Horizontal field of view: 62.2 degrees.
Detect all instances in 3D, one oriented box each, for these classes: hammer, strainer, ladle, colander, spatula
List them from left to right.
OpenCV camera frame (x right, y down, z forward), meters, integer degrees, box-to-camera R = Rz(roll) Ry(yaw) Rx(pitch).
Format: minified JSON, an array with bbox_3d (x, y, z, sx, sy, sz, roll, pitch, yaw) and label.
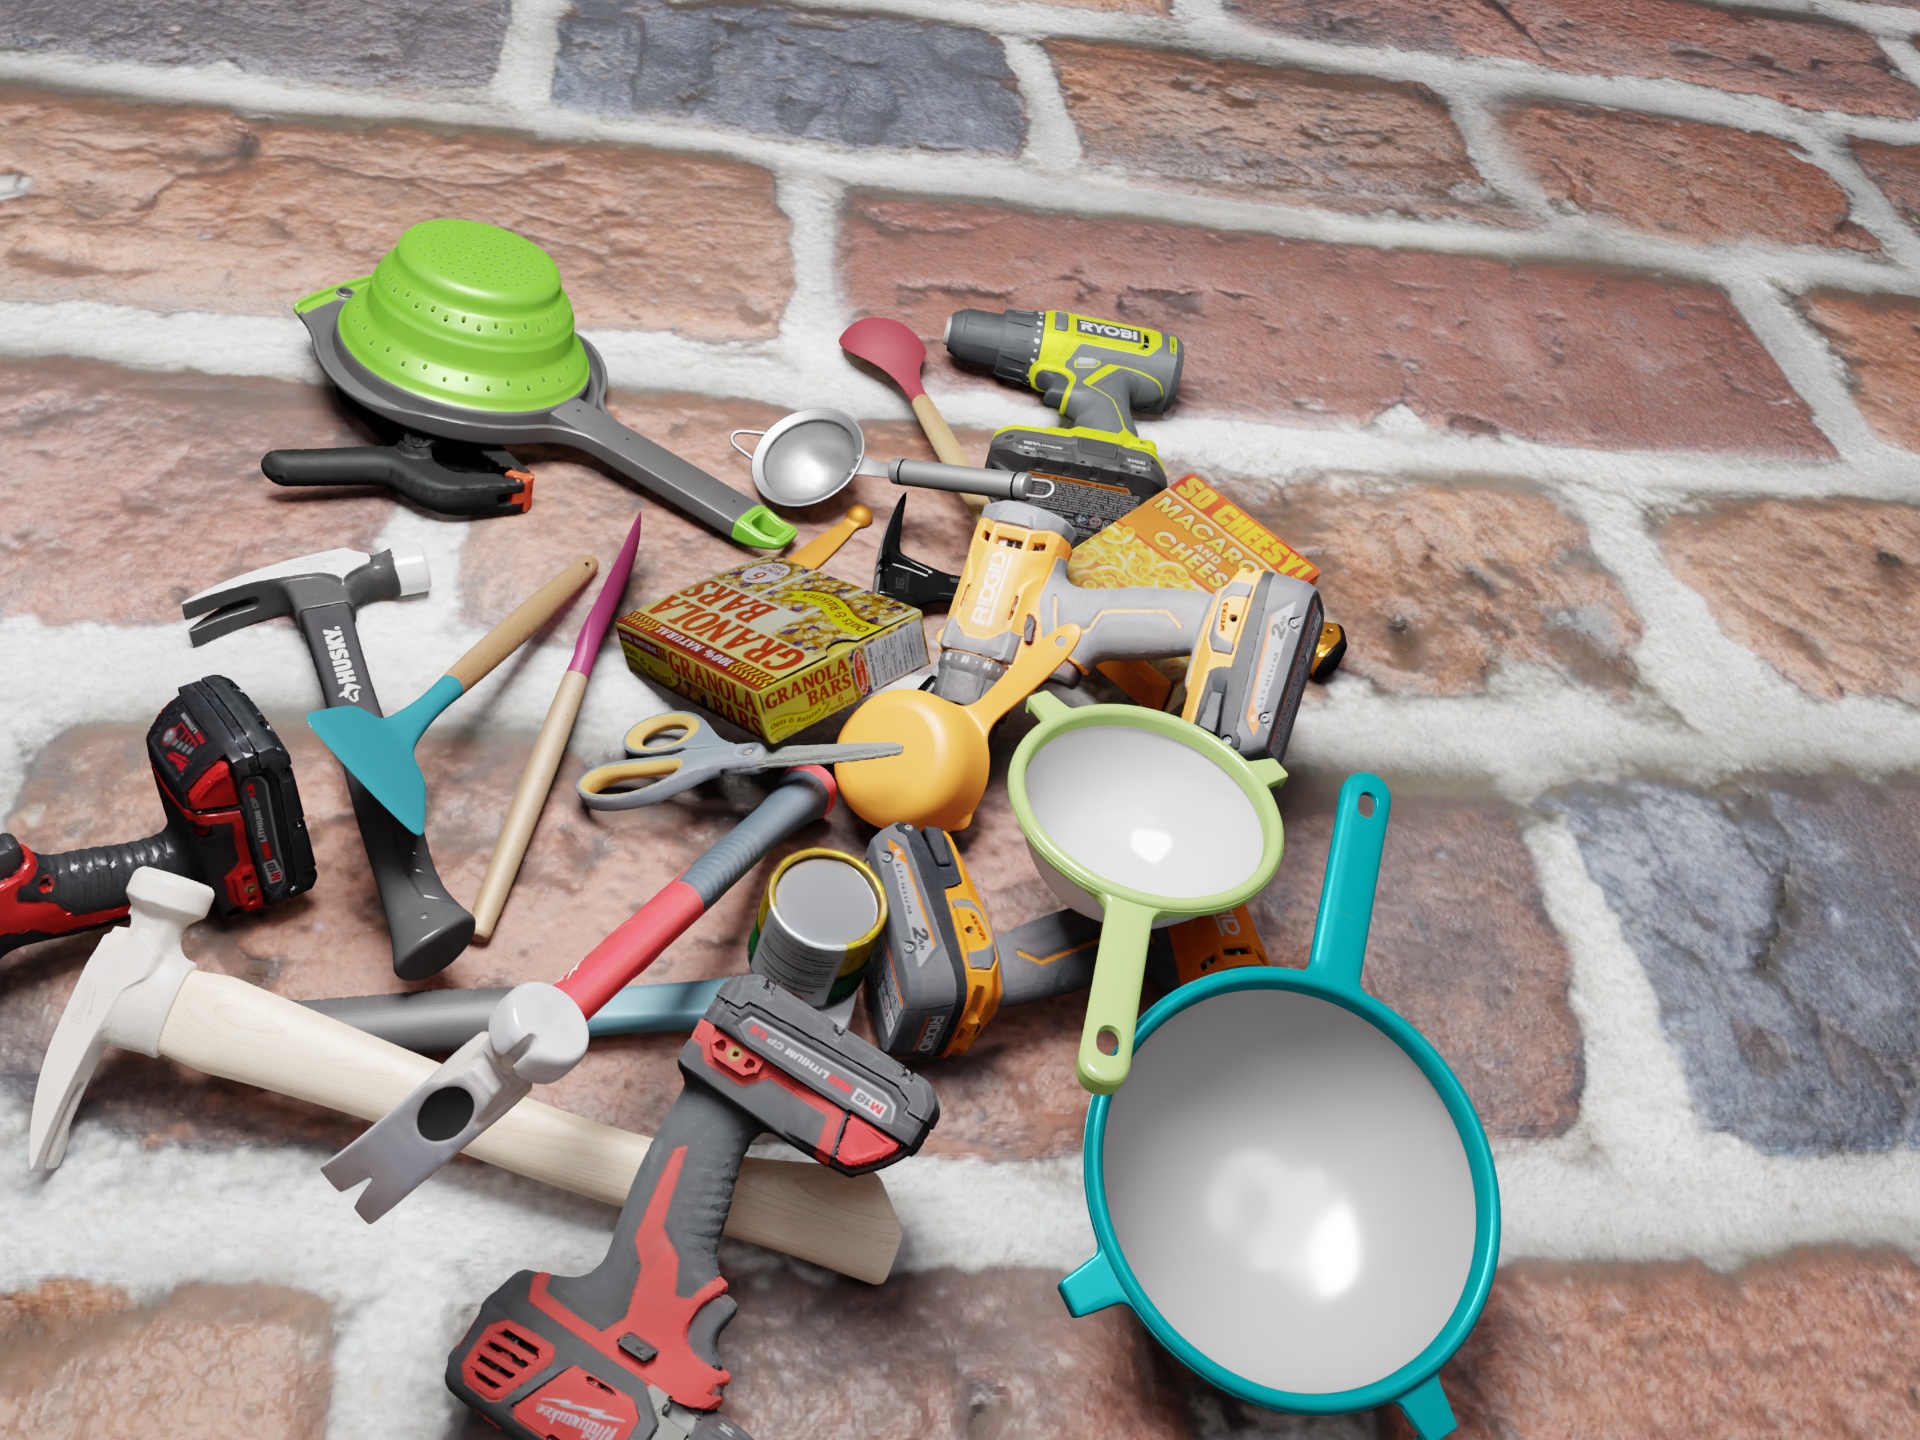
[{"bbox_3d":[-0.346,0.015,0.911,0.146,0.035,0.335,-14,48,-23],"label":"hammer"},{"bbox_3d":[-0.230,0.205,0.772,0.410,0.038,0.146,19,77,-3],"label":"hammer"},{"bbox_3d":[-0.278,-0.035,0.936,0.082,0.044,0.318,50,29,-15],"label":"spatula"},{"bbox_3d":[-0.218,0.154,0.840,0.331,0.033,0.128,-1,49,-14],"label":"hammer"},{"bbox_3d":[-0.277,-0.249,1.118,0.397,0.094,0.204,31,37,8],"label":"colander"},{"bbox_3d":[-0.158,0.107,0.798,0.038,0.143,0.386,49,23,-2],"label":"hammer"},{"bbox_3d":[-0.049,-0.173,1.117,0.258,0.050,0.087,12,67,29],"label":"strainer"},{"bbox_3d":[-0.023,-0.223,1.191,0.069,0.031,0.316,-6,45,-21],"label":"ladle"},{"bbox_3d":[0.106,-0.082,1.120,0.337,0.034,0.127,9,49,-5],"label":"hammer"},{"bbox_3d":[0.083,0.099,0.823,0.151,0.069,0.257,16,43,1],"label":"strainer"},{"bbox_3d":[0.172,0.187,0.835,0.211,0.095,0.341,20,59,-1],"label":"strainer"}]

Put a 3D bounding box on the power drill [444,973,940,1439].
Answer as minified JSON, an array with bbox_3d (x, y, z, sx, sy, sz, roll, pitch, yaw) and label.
[{"bbox_3d":[-0.095,0.251,0.717,0.188,0.080,0.227,32,75,5],"label":"power drill"}]

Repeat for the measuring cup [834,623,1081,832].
[{"bbox_3d":[-0.001,-0.003,0.943,0.173,0.052,0.095,-42,66,12],"label":"measuring cup"}]

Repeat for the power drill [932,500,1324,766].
[{"bbox_3d":[0.089,-0.026,0.977,0.226,0.084,0.185,15,81,21],"label":"power drill"}]

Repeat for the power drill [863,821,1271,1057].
[{"bbox_3d":[0.057,0.109,0.913,0.226,0.084,0.164,-1,49,-19],"label":"power drill"}]

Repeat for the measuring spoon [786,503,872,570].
[{"bbox_3d":[-0.100,-0.123,1.123,0.021,0.011,0.117,32,50,15],"label":"measuring spoon"}]

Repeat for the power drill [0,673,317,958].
[{"bbox_3d":[-0.449,0.067,0.790,0.219,0.143,0.079,-26,48,-33],"label":"power drill"}]

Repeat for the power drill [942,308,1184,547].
[{"bbox_3d":[0.075,-0.238,1.223,0.190,0.080,0.229,10,45,-4],"label":"power drill"}]

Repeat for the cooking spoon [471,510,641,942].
[{"bbox_3d":[-0.241,-0.006,0.967,0.017,0.068,0.319,24,51,-16],"label":"cooking spoon"}]
